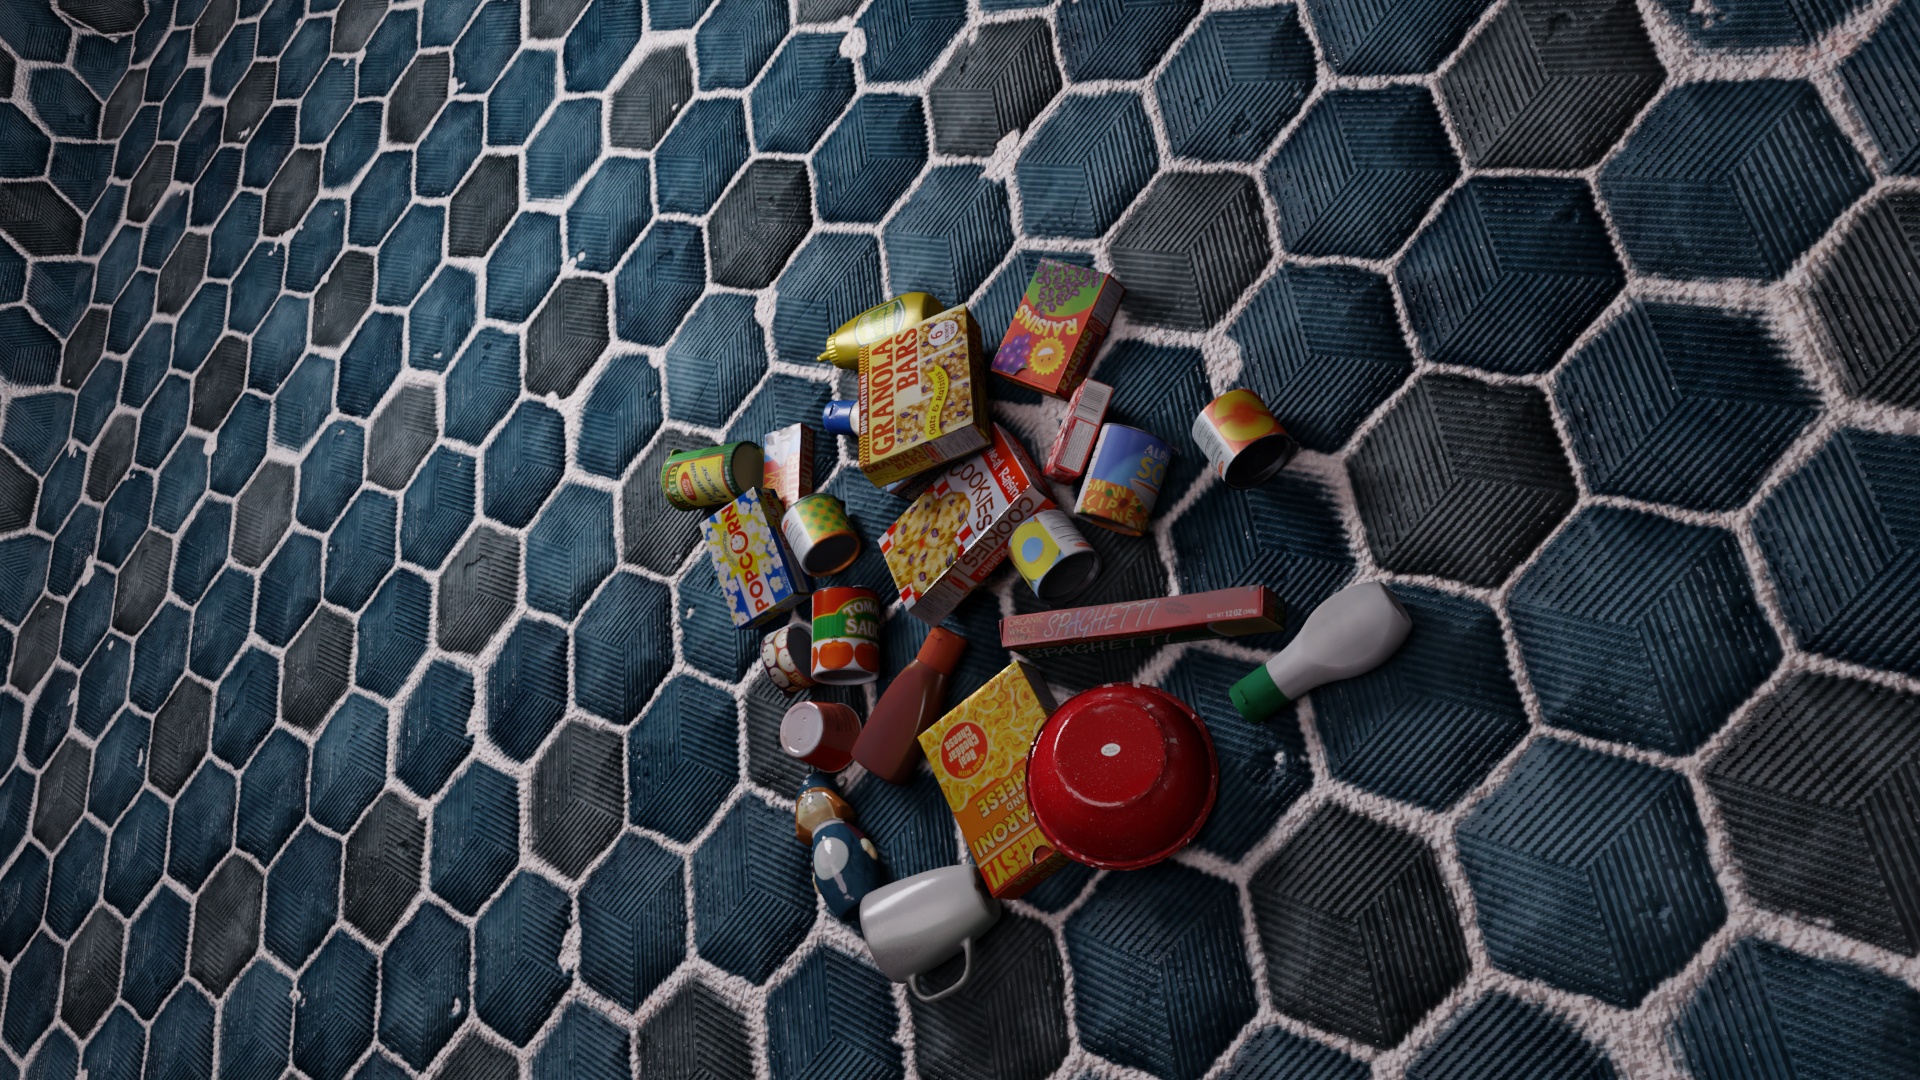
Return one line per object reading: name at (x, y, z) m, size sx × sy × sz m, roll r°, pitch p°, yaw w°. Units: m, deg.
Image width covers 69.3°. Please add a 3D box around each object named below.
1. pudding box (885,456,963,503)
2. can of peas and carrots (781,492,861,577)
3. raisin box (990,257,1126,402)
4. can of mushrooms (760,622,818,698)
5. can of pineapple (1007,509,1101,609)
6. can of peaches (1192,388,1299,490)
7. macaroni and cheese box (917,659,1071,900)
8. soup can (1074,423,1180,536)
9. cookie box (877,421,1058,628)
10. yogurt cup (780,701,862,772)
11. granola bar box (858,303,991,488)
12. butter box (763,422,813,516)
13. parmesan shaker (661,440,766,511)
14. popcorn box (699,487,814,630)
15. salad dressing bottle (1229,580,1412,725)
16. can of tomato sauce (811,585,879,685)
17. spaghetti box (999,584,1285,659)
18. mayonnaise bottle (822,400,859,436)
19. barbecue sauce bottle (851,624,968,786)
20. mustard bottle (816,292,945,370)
pudding box at (-0.031, -0.073, 1.363) m, size 0.083 × 0.049 × 0.030 m, roll -32°, pitch 59°, yaw 22°
can of peas and carrots at (-0.138, -0.006, 1.406) m, size 0.071 × 0.071 × 0.059 m, roll -42°, pitch 55°, yaw 16°
raisin box at (0.093, -0.202, 1.330) m, size 0.086 × 0.040 × 0.123 m, roll 24°, pitch 88°, yaw 38°
can of mushrooms at (-0.164, 0.119, 1.376) m, size 0.033 × 0.071 × 0.071 m, roll -26°, pitch 60°, yaw 25°
can of pineapple at (0.082, 0.016, 1.240) m, size 0.071 × 0.071 × 0.058 m, roll -45°, pitch 53°, yaw 14°
can of peaches at (0.239, -0.086, 1.169) m, size 0.071 × 0.071 × 0.058 m, roll -41°, pitch 54°, yaw 16°
macaroni and cheese box at (0.047, 0.208, 1.210) m, size 0.123 × 0.040 × 0.167 m, roll -40°, pitch 55°, yaw 17°
soup can at (0.146, -0.052, 1.221) m, size 0.071 × 0.071 × 0.084 m, roll 15°, pitch 83°, yaw 38°
cookie box at (0.005, -0.016, 1.302) m, size 0.167 × 0.040 × 0.123 m, roll -45°, pitch 34°, yaw 13°
yogurt cup at (-0.136, 0.186, 1.339) m, size 0.072 × 0.054 × 0.072 m, roll -12°, pitch 67°, yaw 31°
granola bar box at (-0.037, -0.141, 1.345) m, size 0.124 × 0.039 × 0.166 m, roll -20°, pitch 47°, yaw 19°
butter box at (-0.185, -0.070, 1.487) m, size 0.053 × 0.024 × 0.104 m, roll -16°, pitch 64°, yaw 31°
parmesan shaker at (-0.267, -0.073, 1.517) m, size 0.103 × 0.071 × 0.071 m, roll -8°, pitch 69°, yaw 33°
popcorn box at (-0.213, 0.019, 1.447) m, size 0.085 × 0.038 × 0.127 m, roll -31°, pitch 71°, yaw 27°
salad dressing bottle at (0.280, 0.090, 1.088) m, size 0.147 × 0.044 × 0.064 m, roll -38°, pitch 57°, yaw 20°
can of tomato sauce at (-0.110, 0.092, 1.347) m, size 0.071 × 0.071 × 0.083 m, roll -14°, pitch 67°, yaw 31°
spaghetti box at (0.150, 0.071, 1.182) m, size 0.249 × 0.050 × 0.029 m, roll -10°, pitch 67°, yaw 33°
mayonnaise bottle at (-0.074, -0.125, 1.417) m, size 0.148 × 0.041 × 0.065 m, roll 4°, pitch 70°, yaw 35°
barbecue sauce bottle at (-0.043, 0.150, 1.293) m, size 0.065 × 0.043 × 0.148 m, roll 28°, pitch 90°, yaw 40°
mustard bottle at (-0.091, -0.210, 1.456) m, size 0.160 × 0.048 × 0.065 m, roll -15°, pitch 61°, yaw 30°
